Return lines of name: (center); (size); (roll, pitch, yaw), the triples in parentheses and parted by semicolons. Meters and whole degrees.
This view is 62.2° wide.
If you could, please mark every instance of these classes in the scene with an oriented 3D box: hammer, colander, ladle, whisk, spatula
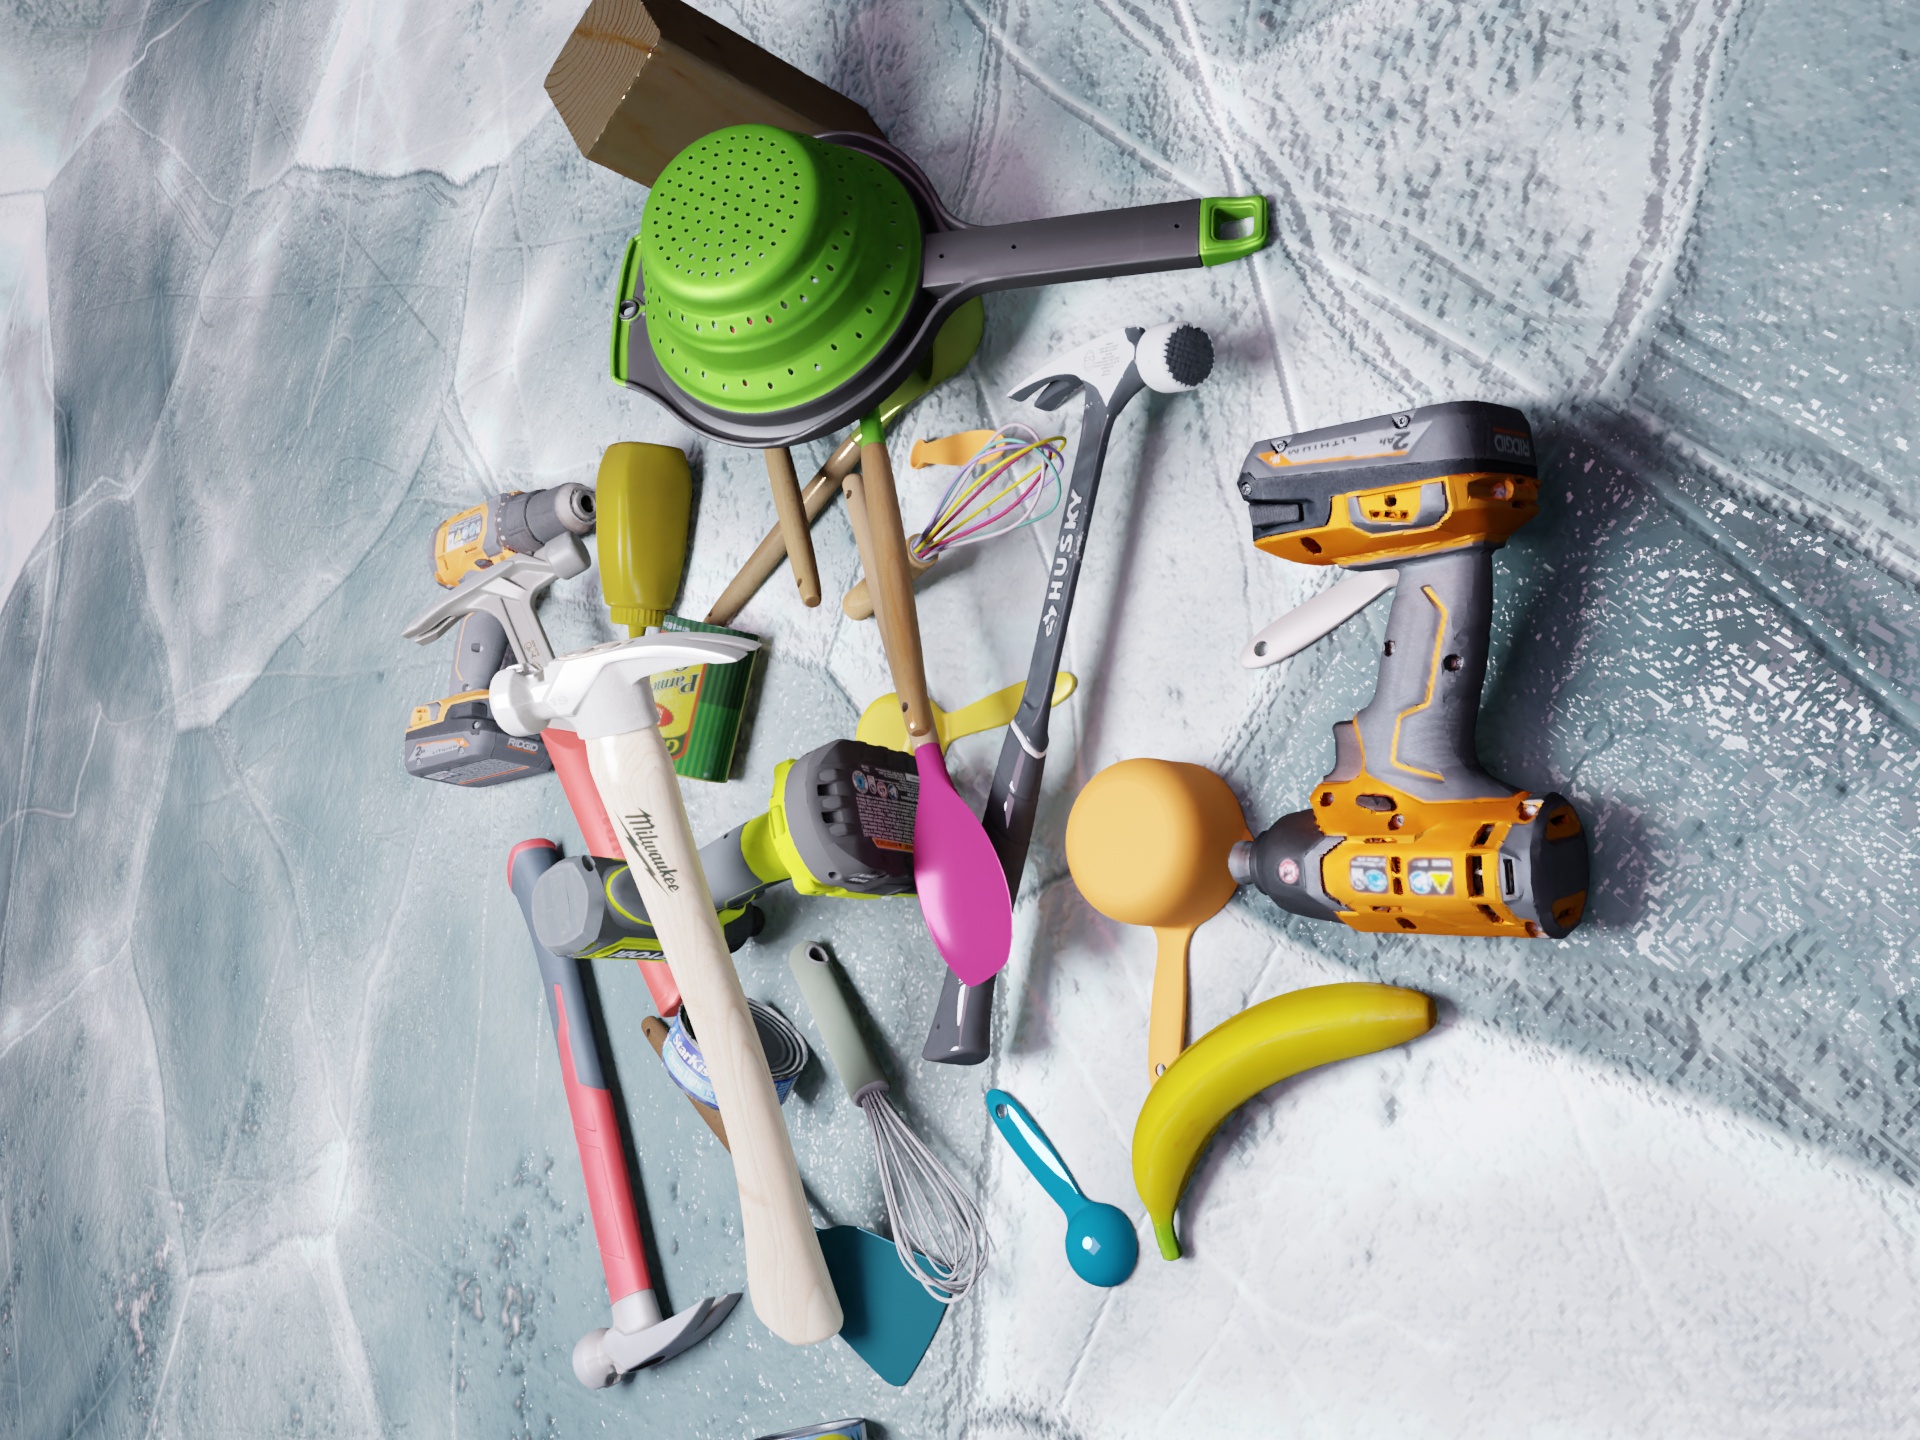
hammer: (0.037, -0.011, 0.864); (0.149, 0.036, 0.409); (12, 89, 59)
hammer: (-0.124, 0.153, 0.856); (0.146, 0.038, 0.410); (-10, 105, 20)
colander: (-0.035, -0.268, 0.876); (0.397, 0.094, 0.205); (-2, 73, 18)
ladle: (-0.121, -0.181, 1.034); (0.069, 0.031, 0.316); (-56, 35, 35)
whisk: (-0.008, -0.106, 0.915); (0.047, 0.051, 0.245); (-57, 13, -30)
whisk: (-0.049, 0.224, 0.925); (0.059, 0.057, 0.247); (-58, 45, 29)
hammer: (-0.271, 0.045, 1.118); (0.149, 0.036, 0.359); (-29, 71, 7)
spatula: (-0.121, 0.278, 0.998); (0.318, 0.044, 0.082); (37, 109, 45)
ladle: (-0.090, -0.167, 1.030); (0.320, 0.062, 0.078); (-46, 41, 30)
hammer: (-0.253, 0.249, 1.113); (0.143, 0.038, 0.387); (-37, 59, 30)

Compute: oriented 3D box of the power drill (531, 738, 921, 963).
power drill: (-0.116, 0.090, 0.940); (0.223, 0.171, 0.080); (-23, 69, 29)

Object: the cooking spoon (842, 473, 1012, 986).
cooking spoon: (-0.024, -0.007, 0.879); (0.068, 0.017, 0.319); (-41, 55, 41)

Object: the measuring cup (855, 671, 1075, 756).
measuring cup: (-0.001, -0.003, 0.933); (0.156, 0.029, 0.062); (-20, 69, 38)

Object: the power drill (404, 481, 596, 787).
power drill: (-0.352, -0.073, 1.240); (0.185, 0.084, 0.226); (-12, 69, 39)

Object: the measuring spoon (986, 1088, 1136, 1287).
measuring spoon: (0.045, 0.246, 0.848); (0.129, 0.021, 0.042); (48, 114, 36)

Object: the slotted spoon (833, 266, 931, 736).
slotted spoon: (-0.045, -0.134, 0.906); (0.070, 0.031, 0.314); (-38, 53, 46)

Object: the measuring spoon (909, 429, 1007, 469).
measuring spoon: (0.000, -0.161, 0.953); (0.117, 0.011, 0.021); (11, 89, 61)

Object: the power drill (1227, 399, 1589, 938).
power drill: (0.186, -0.016, 0.716); (0.164, 0.084, 0.226); (-5, 90, 42)

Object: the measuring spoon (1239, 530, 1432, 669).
measuring spoon: (0.183, -0.059, 0.780); (0.124, 0.018, 0.034); (-35, 60, 33)

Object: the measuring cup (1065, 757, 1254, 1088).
measuring cup: (0.094, 0.103, 0.809); (0.095, 0.052, 0.174); (-5, 77, 42)
